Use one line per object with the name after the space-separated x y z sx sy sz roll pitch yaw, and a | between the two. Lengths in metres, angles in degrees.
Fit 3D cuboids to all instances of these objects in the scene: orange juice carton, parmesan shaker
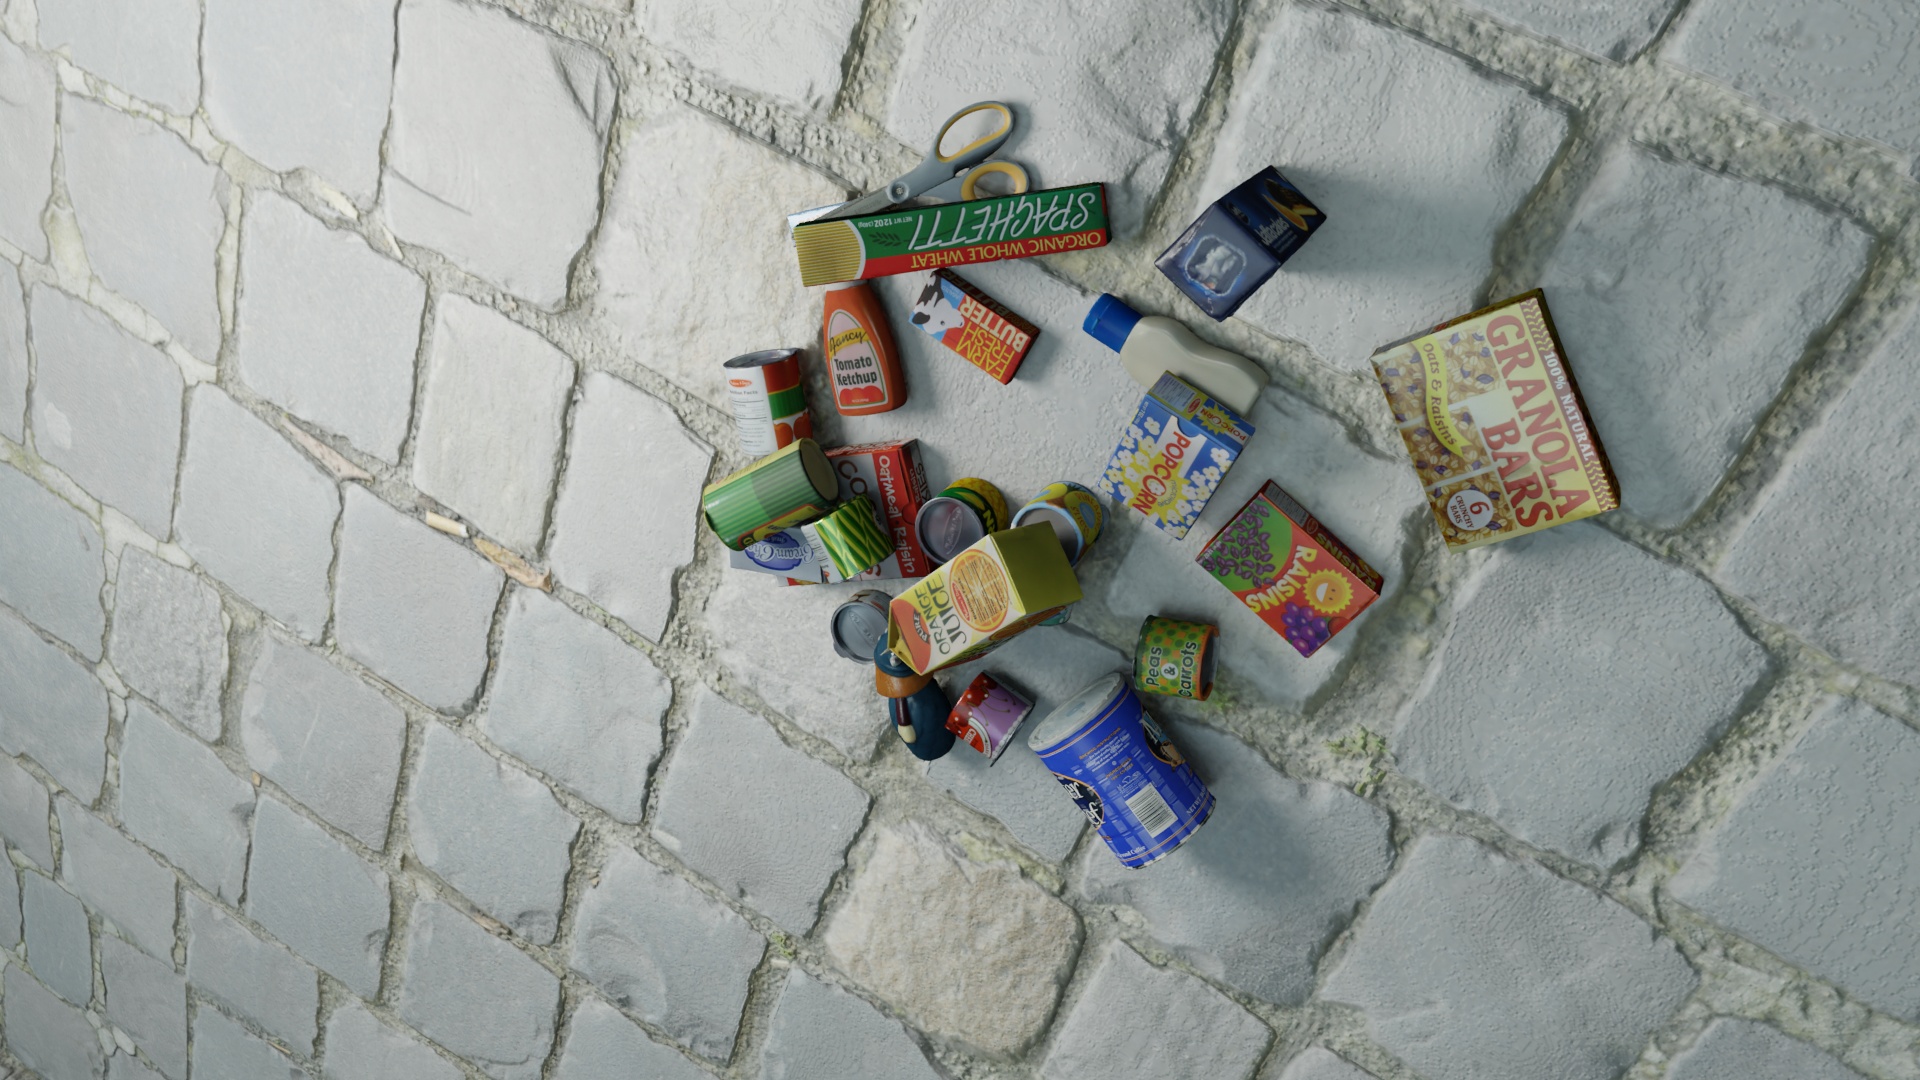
0.008 0.058 1.173 0.192 0.072 0.073 -35 74 46 | orange juice carton
-0.167 -0.040 1.225 0.103 0.071 0.071 -25 99 18 | parmesan shaker

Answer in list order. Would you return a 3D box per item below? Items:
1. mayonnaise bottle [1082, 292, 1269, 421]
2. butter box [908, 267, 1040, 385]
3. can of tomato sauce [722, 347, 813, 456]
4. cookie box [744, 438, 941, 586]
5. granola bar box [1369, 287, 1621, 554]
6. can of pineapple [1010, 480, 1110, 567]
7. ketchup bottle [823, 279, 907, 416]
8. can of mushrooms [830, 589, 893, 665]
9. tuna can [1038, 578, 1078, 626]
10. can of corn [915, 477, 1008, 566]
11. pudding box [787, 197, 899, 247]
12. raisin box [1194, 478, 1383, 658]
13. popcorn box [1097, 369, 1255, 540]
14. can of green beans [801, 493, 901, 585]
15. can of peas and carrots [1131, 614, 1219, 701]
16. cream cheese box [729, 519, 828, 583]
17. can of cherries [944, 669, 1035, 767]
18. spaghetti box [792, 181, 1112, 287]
0.167 -0.143 1.100 0.148 0.041 0.064 35 128 10 | mayonnaise bottle
0.011 -0.180 1.168 0.103 0.024 0.053 35 122 9 | butter box
-0.171 -0.126 1.255 0.071 0.071 0.082 0 111 26 | can of tomato sauce
-0.107 -0.024 1.280 0.167 0.040 0.122 -5 109 27 | cookie box
0.392 -0.085 1.018 0.124 0.039 0.165 -20 101 31 | granola bar box
0.084 -0.012 1.184 0.071 0.058 0.070 10 114 22 | can of pineapple
-0.090 -0.184 1.204 0.064 0.044 0.148 -3 109 26 | ketchup bottle
-0.089 0.083 1.321 0.071 0.033 0.070 10 115 21 | can of mushrooms
0.066 0.043 1.210 0.071 0.071 0.032 23 118 15 | tuna can
0.004 -0.015 1.220 0.071 0.058 0.071 10 115 22 | can of corn
-0.098 -0.269 1.168 0.083 0.050 0.030 -5 107 27 | pudding box
0.266 0.023 1.124 0.123 0.040 0.085 42 121 3 | raisin box
0.170 -0.065 1.107 0.085 0.038 0.126 35 146 9 | popcorn box
-0.099 -0.002 1.221 0.071 0.071 0.057 -23 99 31 | can of green beans
0.183 0.100 1.177 0.059 0.071 0.070 8 114 22 | can of peas and carrots
-0.167 0.005 1.283 0.104 0.024 0.053 9 115 24 | cream cheese box
0.026 0.163 1.278 0.058 0.072 0.071 35 122 9 | can of cherries
-0.007 -0.243 1.101 0.250 0.029 0.050 -6 109 7 | spaghetti box
